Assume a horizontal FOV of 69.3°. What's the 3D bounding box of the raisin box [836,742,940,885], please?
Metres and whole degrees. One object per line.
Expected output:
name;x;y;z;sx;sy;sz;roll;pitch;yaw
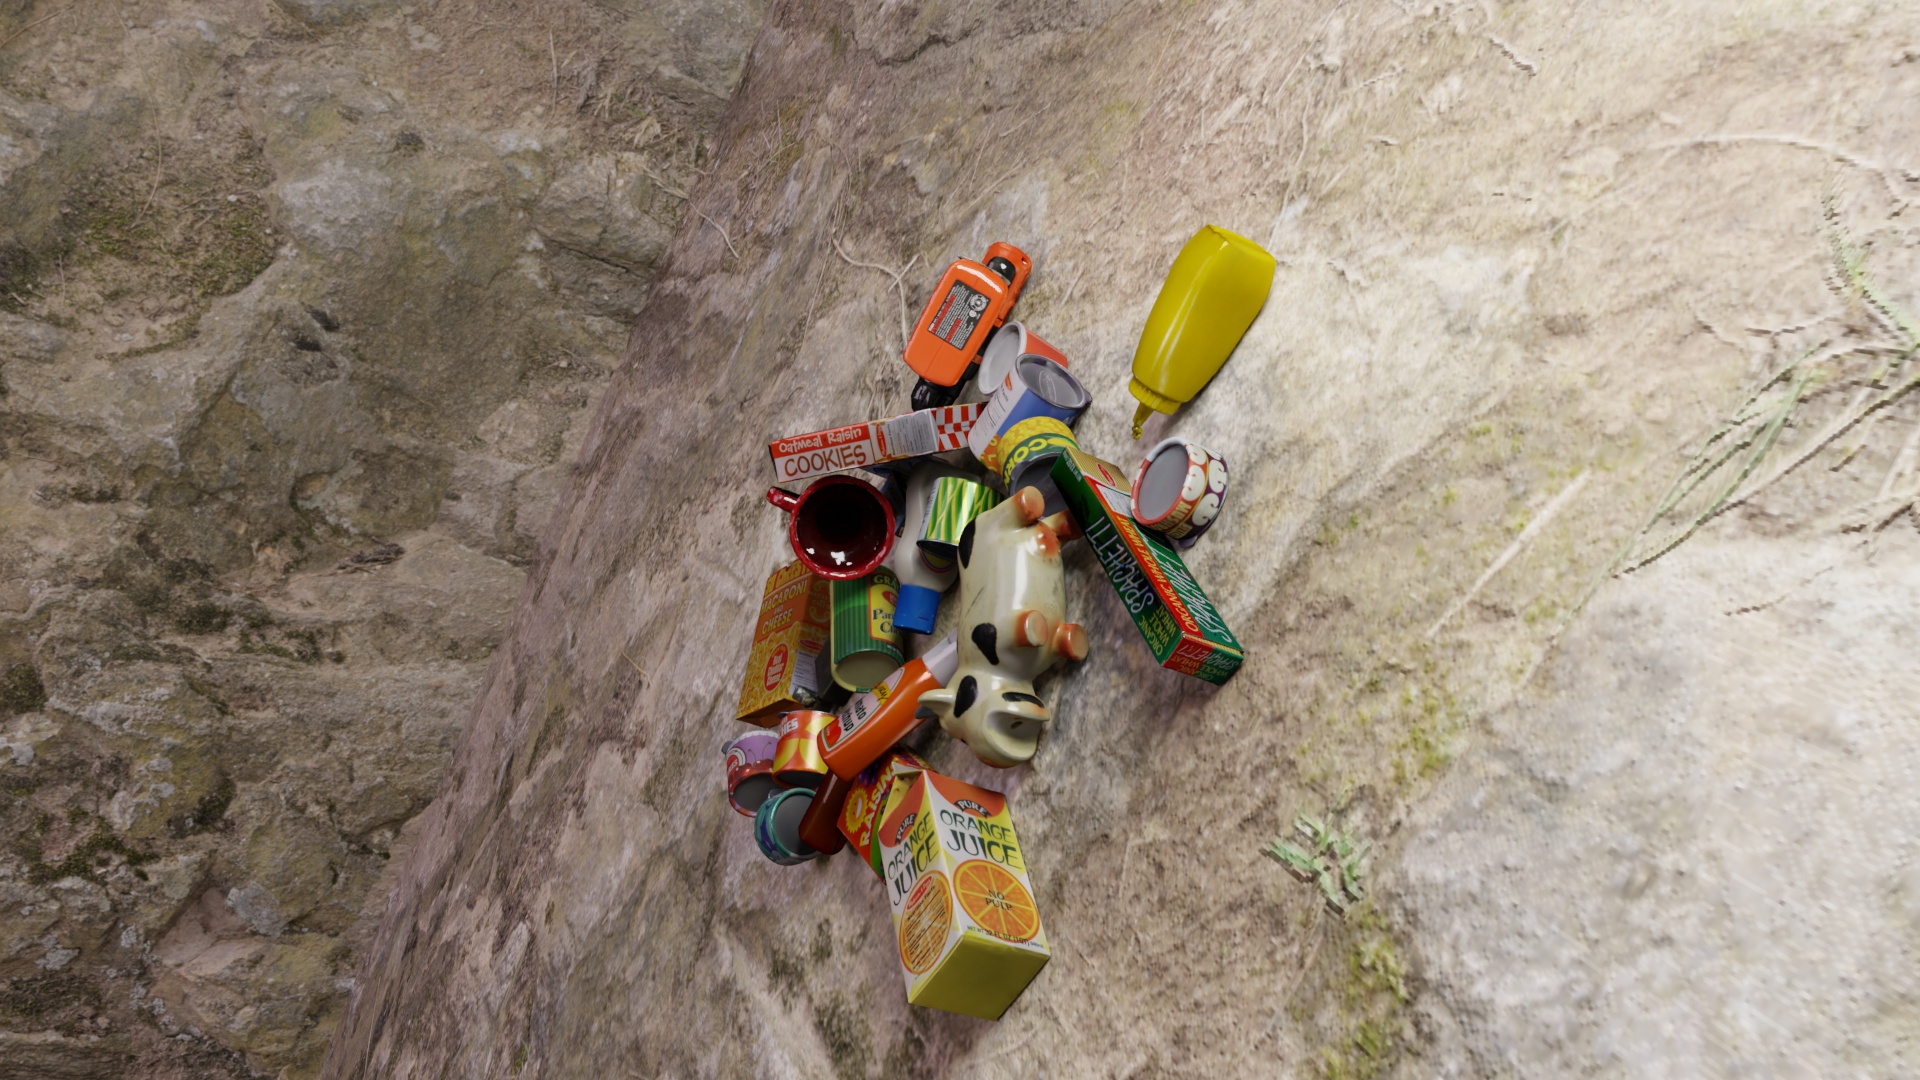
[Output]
raisin box;-0.052;0.219;1.123;0.123;0.040;0.086;27;95;65

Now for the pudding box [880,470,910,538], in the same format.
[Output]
pudding box;-0.041;-0.028;1.283;0.030;0.049;0.084;-60;26;20

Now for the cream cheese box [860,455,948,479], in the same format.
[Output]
cream cheese box;-0.058;-0.074;1.347;0.104;0.053;0.024;5;76;63

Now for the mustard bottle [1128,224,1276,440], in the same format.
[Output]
mustard bottle;0.157;-0.140;0.974;0.159;0.065;0.049;-61;31;24

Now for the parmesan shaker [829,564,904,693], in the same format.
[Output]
parmesan shaker;-0.084;0.081;1.268;0.071;0.071;0.103;-48;33;35

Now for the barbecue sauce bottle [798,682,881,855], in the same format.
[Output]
barbecue sauce bottle;-0.090;0.196;1.204;0.148;0.044;0.065;-63;0;7

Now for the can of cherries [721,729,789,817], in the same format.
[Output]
can of cherries;-0.199;0.229;1.362;0.071;0.071;0.059;-55;29;26

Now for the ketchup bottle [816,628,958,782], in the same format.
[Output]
ketchup bottle;-0.048;0.132;1.126;0.149;0.043;0.065;-39;18;5

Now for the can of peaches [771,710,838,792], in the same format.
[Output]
can of peaches;-0.139;0.194;1.275;0.071;0.071;0.058;-34;43;50

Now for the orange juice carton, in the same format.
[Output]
orange juice carton;-0.005;0.233;0.984;0.072;0.072;0.193;-55;29;25

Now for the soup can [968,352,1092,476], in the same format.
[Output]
soup can;0.056;-0.099;1.132;0.083;0.071;0.072;-56;28;34

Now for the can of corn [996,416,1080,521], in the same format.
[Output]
can of corn;0.063;-0.056;1.079;0.071;0.071;0.058;-56;27;24

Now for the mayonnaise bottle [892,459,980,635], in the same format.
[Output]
mayonnaise bottle;-0.026;0.007;1.217;0.041;0.065;0.148;-5;70;58

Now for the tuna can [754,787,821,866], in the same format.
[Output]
tuna can;-0.150;0.255;1.251;0.032;0.071;0.071;-30;45;50

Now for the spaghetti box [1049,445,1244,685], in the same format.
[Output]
spaghetti box;0.120;0.010;0.942;0.028;0.050;0.251;-60;27;22

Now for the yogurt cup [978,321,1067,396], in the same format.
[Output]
yogurt cup;0.055;-0.146;1.184;0.072;0.054;0.073;-43;35;41

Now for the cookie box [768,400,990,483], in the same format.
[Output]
cookie box;-0.064;-0.088;1.218;0.167;0.123;0.040;-9;94;30

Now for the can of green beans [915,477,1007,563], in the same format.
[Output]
can of green beans;0.002;-0.015;1.171;0.071;0.071;0.058;-9;62;61

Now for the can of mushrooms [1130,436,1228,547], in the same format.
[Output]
can of mushrooms;0.147;-0.033;0.941;0.070;0.033;0.071;-42;36;41

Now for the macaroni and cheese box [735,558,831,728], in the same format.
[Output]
macaroni and cheese box;-0.178;0.103;1.457;0.123;0.040;0.167;-28;47;52
